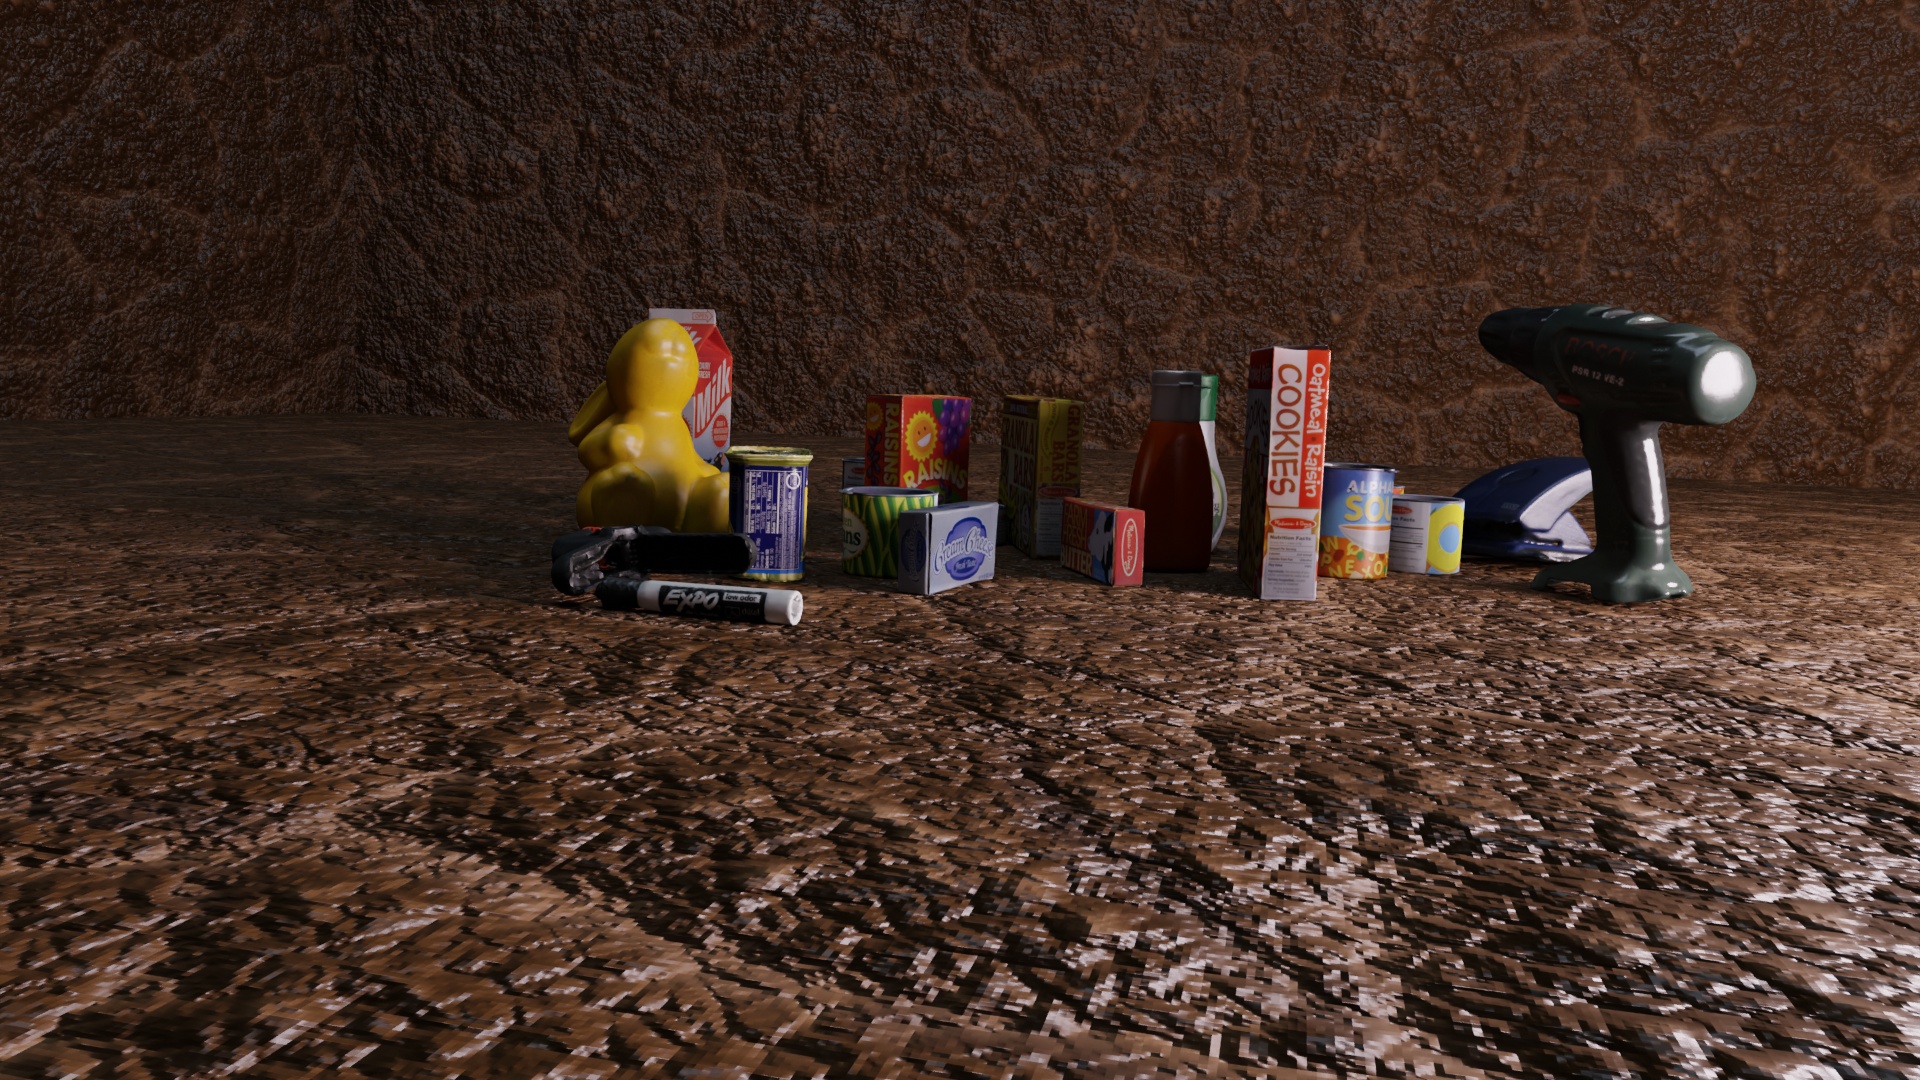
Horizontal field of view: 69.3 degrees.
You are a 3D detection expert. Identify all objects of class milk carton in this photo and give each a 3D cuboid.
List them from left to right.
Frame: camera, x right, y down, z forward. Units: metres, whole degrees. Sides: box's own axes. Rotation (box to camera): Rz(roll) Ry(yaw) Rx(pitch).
[{"bbox_3d":[-0.260,-0.119,1.287,0.072,0.190,0.073,4,6,17],"label":"milk carton"}]

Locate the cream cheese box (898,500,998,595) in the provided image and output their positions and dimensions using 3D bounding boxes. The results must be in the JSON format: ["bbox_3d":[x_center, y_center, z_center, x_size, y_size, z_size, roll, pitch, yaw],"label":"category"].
[{"bbox_3d":[-0.007,0.003,0.916,0.024,0.053,0.104,5,7,26],"label":"cream cheese box"}]

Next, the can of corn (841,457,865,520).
[{"bbox_3d":[-0.077,-0.047,1.302,0.071,0.058,0.071,2,6,0],"label":"can of corn"}]

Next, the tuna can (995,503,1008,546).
[{"bbox_3d":[0.004,-0.015,1.163,0.071,0.032,0.071,2,7,0],"label":"tuna can"}]

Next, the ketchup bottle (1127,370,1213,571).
[{"bbox_3d":[0.158,-0.052,1.034,0.065,0.148,0.043,1,6,-15],"label":"ketchup bottle"}]

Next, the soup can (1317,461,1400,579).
[{"bbox_3d":[0.294,-0.016,1.049,0.071,0.083,0.071,2,6,0],"label":"soup can"}]

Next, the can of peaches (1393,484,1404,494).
[{"bbox_3d":[0.357,-0.022,1.231,0.071,0.058,0.071,2,6,0],"label":"can of peaches"}]

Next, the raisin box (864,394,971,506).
[{"bbox_3d":[-0.033,-0.051,1.072,0.040,0.123,0.086,7,8,39],"label":"raisin box"}]

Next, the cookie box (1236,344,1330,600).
[{"bbox_3d":[0.223,-0.050,0.961,0.040,0.167,0.123,3,6,4],"label":"cookie box"}]

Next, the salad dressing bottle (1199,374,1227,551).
[{"bbox_3d":[0.190,-0.063,1.148,0.064,0.147,0.044,2,6,-6],"label":"salad dressing bottle"}]

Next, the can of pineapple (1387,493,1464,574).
[{"bbox_3d":[0.364,-0.006,1.100,0.071,0.057,0.071,2,6,0],"label":"can of pineapple"}]

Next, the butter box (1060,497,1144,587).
[{"bbox_3d":[0.099,-0.001,0.988,0.024,0.053,0.103,0,7,-16],"label":"butter box"}]

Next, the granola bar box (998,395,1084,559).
[{"bbox_3d":[0.063,-0.056,1.143,0.039,0.124,0.165,1,6,-8],"label":"granola bar box"}]

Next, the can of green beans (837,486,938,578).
[{"bbox_3d":[-0.049,-0.006,0.967,0.071,0.057,0.071,2,6,0],"label":"can of green beans"}]
